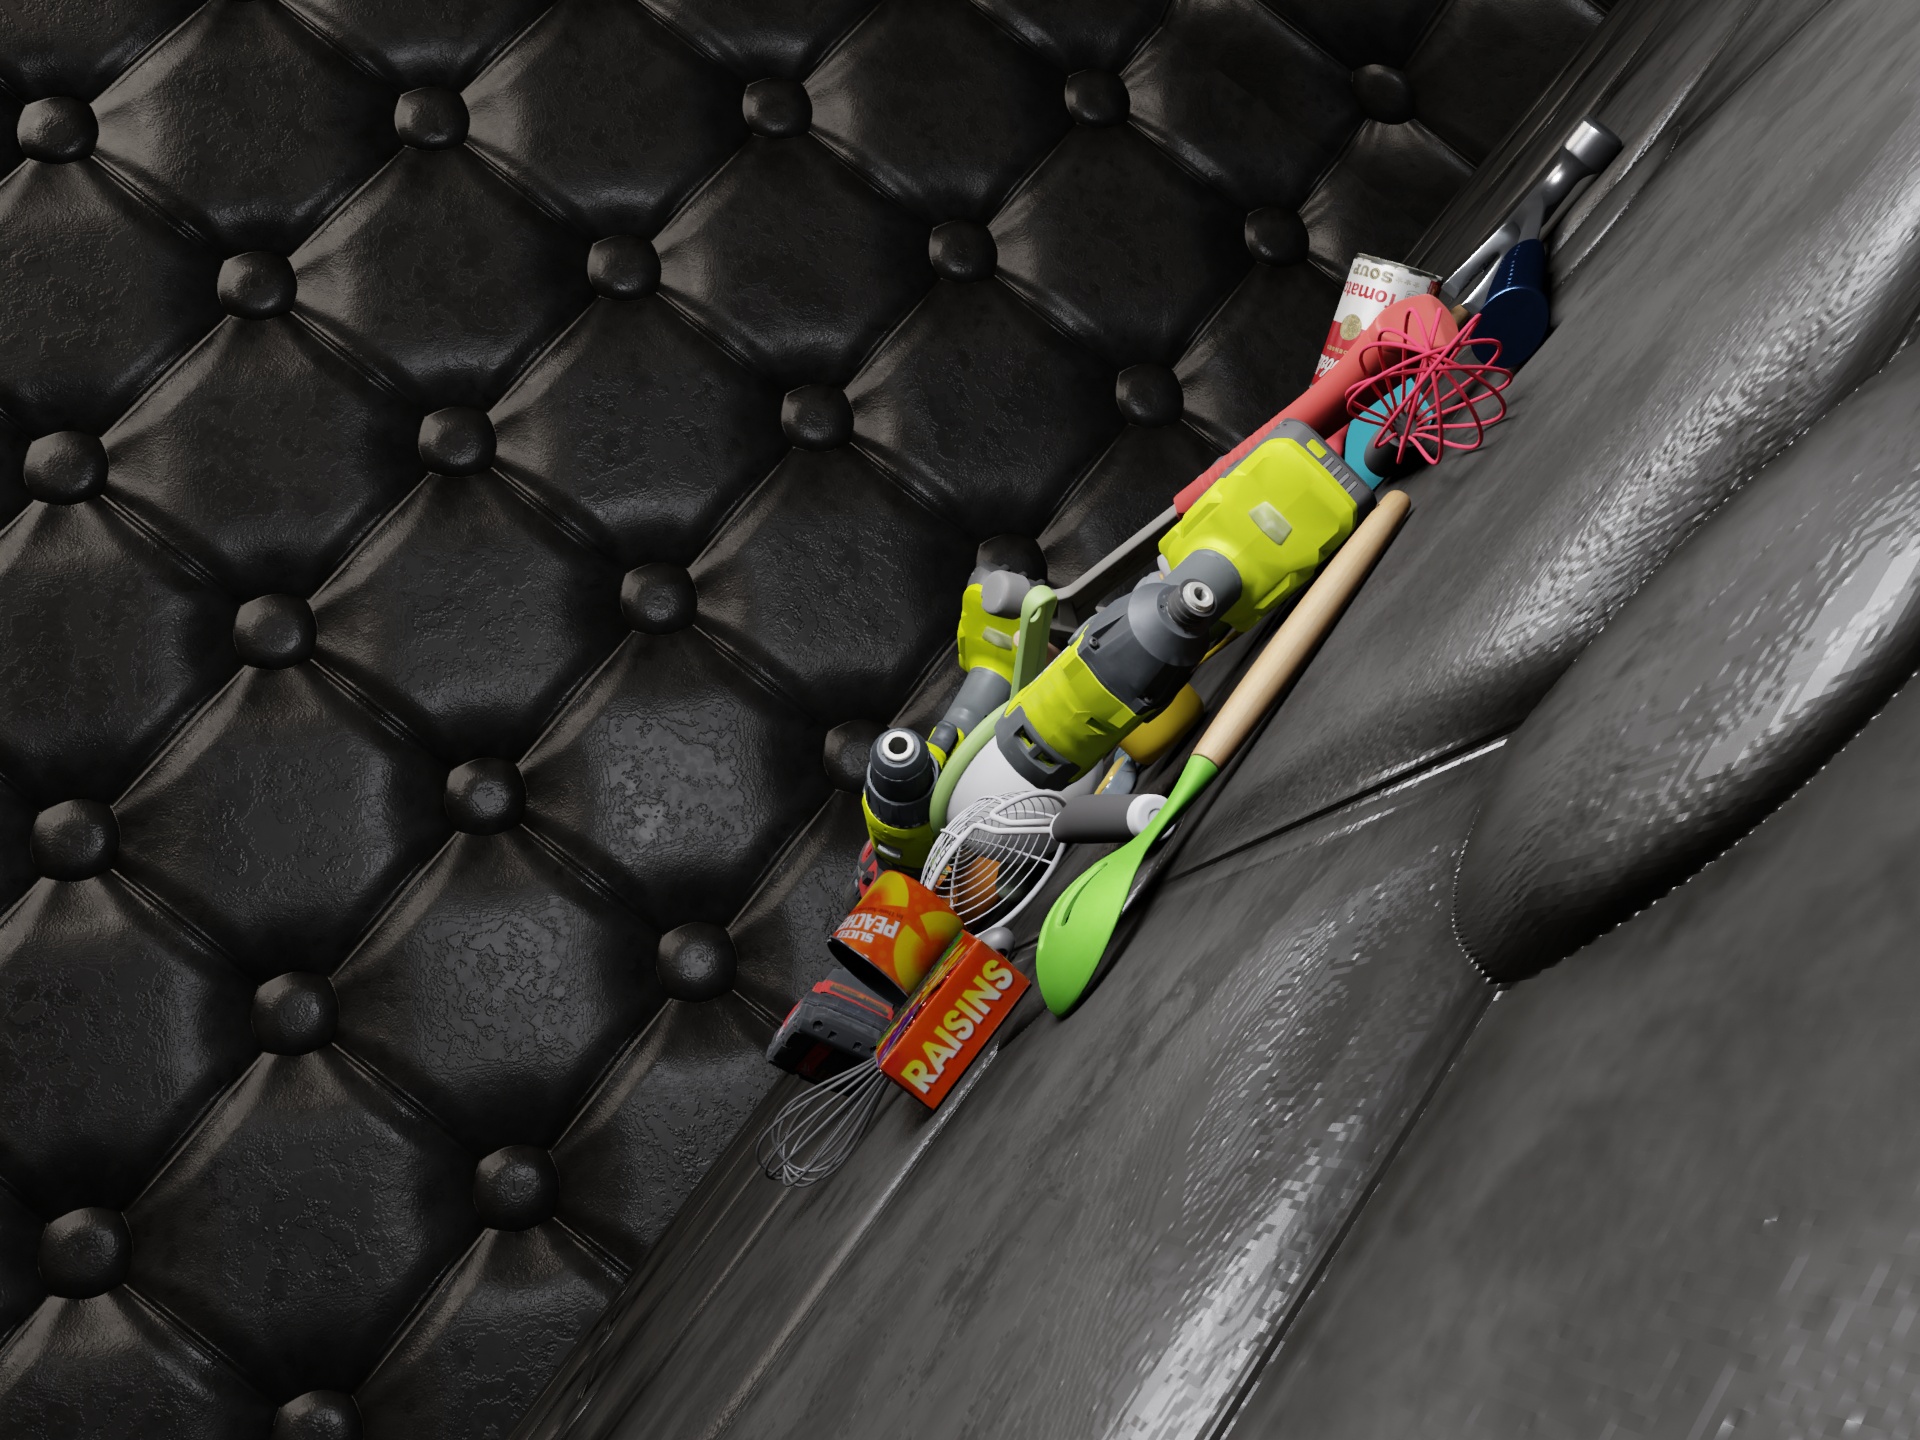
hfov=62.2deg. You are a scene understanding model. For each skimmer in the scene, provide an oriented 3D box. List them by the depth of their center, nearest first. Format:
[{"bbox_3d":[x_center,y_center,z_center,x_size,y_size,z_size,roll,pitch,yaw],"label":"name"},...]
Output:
[{"bbox_3d":[0.059,0.085,0.920,0.127,0.090,0.363,-37,6,-16],"label":"skimmer"}]

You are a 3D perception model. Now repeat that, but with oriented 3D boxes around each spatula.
[{"bbox_3d":[0.317,-0.235,1.090,0.082,0.044,0.317,-52,-5,39],"label":"spatula"}]

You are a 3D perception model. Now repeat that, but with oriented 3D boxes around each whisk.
[{"bbox_3d":[0.230,-0.154,0.814,0.073,0.073,0.296,-52,-7,8],"label":"whisk"},{"bbox_3d":[-0.047,0.212,0.998,0.239,0.055,0.055,-49,0,17],"label":"whisk"},{"bbox_3d":[0.048,0.097,1.273,0.058,0.059,0.246,-24,9,10],"label":"whisk"}]

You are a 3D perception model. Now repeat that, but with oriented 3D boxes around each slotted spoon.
[{"bbox_3d":[0.123,0.002,0.721,0.314,0.031,0.070,-50,-2,-23],"label":"slotted spoon"}]

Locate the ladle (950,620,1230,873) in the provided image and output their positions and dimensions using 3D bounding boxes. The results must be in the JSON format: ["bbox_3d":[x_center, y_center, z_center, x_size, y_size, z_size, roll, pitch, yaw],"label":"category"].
[{"bbox_3d":[0.095,-0.005,1.217,0.320,0.062,0.078,-46,-16,11],"label":"ladle"}]

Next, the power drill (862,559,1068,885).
[{"bbox_3d":[-0.002,-0.004,1.192,0.229,0.080,0.190,-60,-15,-23],"label":"power drill"}]

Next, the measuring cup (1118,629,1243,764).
[{"bbox_3d":[0.157,-0.027,0.973,0.156,0.029,0.062,-39,-5,-21],"label":"measuring cup"}]

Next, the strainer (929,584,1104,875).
[{"bbox_3d":[0.059,0.017,1.089,0.151,0.069,0.256,-29,-33,-26],"label":"strainer"}]

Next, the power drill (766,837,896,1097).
[{"bbox_3d":[-0.080,0.186,1.302,0.187,0.080,0.227,-53,14,55],"label":"power drill"}]

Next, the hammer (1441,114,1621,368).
[{"bbox_3d":[0.334,-0.273,0.952,0.144,0.035,0.406,-52,-1,33],"label":"hammer"}]

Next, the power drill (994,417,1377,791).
[{"bbox_3d":[0.128,-0.067,0.862,0.223,0.080,0.171,-43,-2,-36],"label":"power drill"}]

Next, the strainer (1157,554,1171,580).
[{"bbox_3d":[0.183,-0.112,1.316,0.087,0.050,0.259,-50,18,37],"label":"strainer"}]

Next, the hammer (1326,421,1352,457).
[{"bbox_3d":[0.264,-0.179,1.206,0.143,0.038,0.386,-54,-1,26],"label":"hammer"}]

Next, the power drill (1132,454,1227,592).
[{"bbox_3d":[0.201,-0.126,1.514,0.226,0.084,0.185,-53,-1,-30],"label":"power drill"}]

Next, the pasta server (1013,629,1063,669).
[{"bbox_3d":[0.079,-0.039,1.215,0.060,0.040,0.316,-63,-17,1],"label":"pasta server"}]

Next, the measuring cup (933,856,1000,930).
[{"bbox_3d":[0.009,0.144,1.318,0.095,0.052,0.174,-54,6,7],"label":"measuring cup"}]

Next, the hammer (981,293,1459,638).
[{"bbox_3d":[0.171,-0.143,1.001,0.359,0.149,0.037,-37,54,46],"label":"hammer"}]
